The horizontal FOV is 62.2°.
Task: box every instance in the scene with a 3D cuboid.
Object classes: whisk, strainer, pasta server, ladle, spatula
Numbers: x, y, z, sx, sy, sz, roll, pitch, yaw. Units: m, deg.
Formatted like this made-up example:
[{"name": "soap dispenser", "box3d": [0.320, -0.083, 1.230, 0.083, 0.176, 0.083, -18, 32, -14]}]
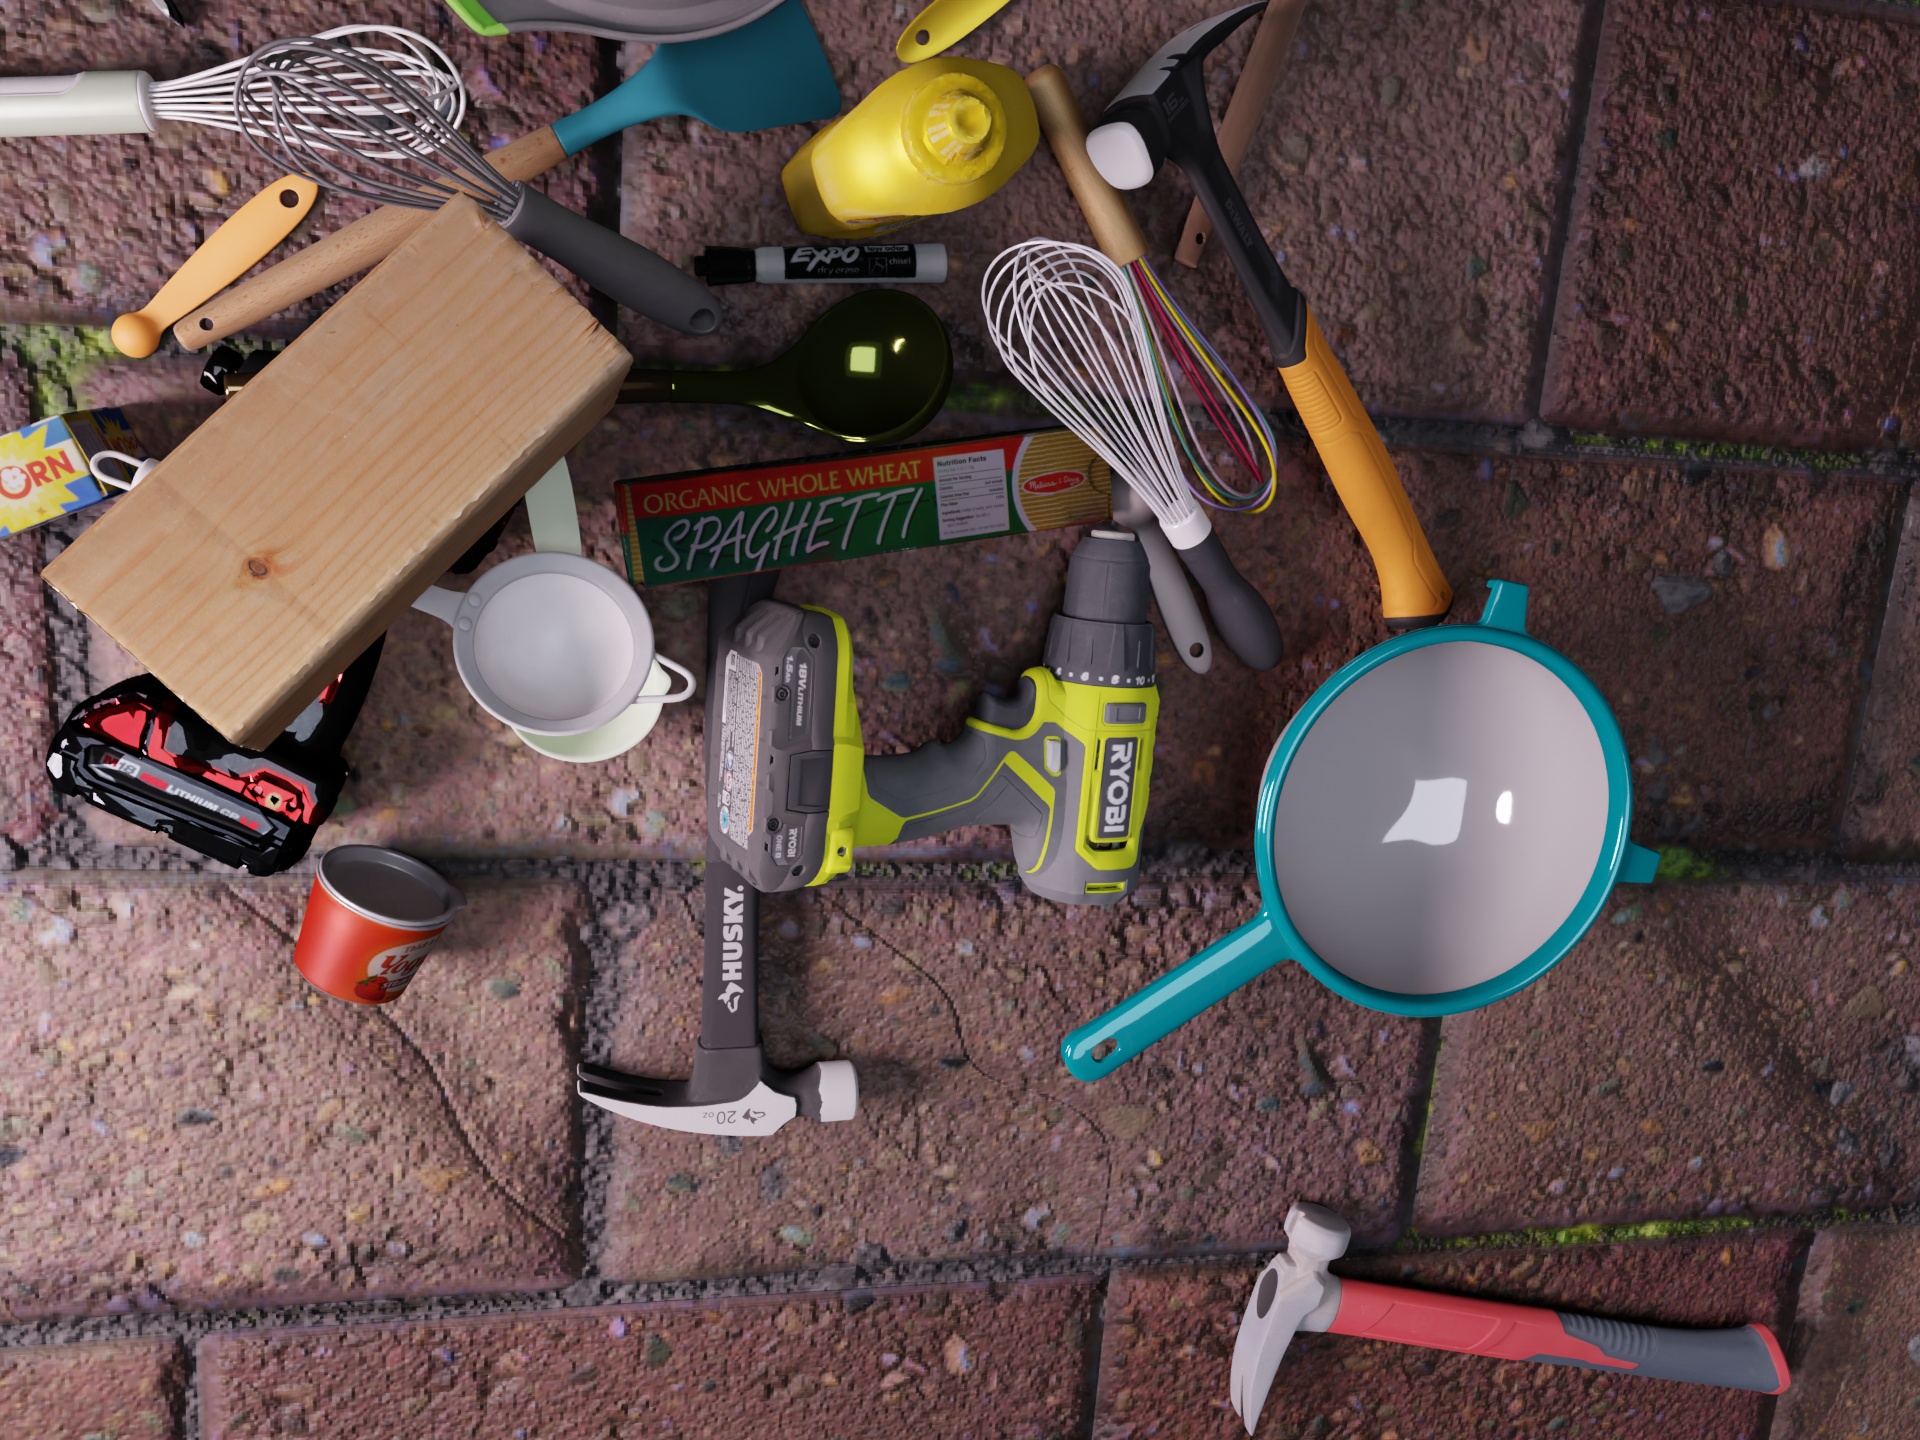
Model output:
[{"name": "whisk", "box3d": [0.097, -0.121, 0.789, 0.070, 0.070, 0.284, -40, 126, -2]}, {"name": "strainer", "box3d": [0.192, 0.081, 0.864, 0.340, 0.095, 0.211, -33, 106, -2]}, {"name": "strainer", "box3d": [-0.240, -0.058, 0.685, 0.258, 0.050, 0.087, 24, 65, -17]}, {"name": "whisk", "box3d": [-0.192, -0.216, 0.677, 0.238, 0.055, 0.055, 19, 100, -48]}, {"name": "pasta server", "box3d": [0.172, -0.375, 0.776, 0.060, 0.040, 0.316, 18, 100, -19]}, {"name": "ladle", "box3d": [-0.155, -0.156, 0.712, 0.320, 0.062, 0.078, -6, 72, -23]}, {"name": "spatula", "box3d": [-0.202, -0.244, 0.711, 0.317, 0.044, 0.082, -30, 110, -6]}, {"name": "whisk", "box3d": [0.099, -0.212, 0.796, 0.051, 0.047, 0.245, -31, 105, -3]}, {"name": "whisk", "box3d": [-0.338, -0.265, 0.678, 0.246, 0.058, 0.059, -5, 136, -8]}]

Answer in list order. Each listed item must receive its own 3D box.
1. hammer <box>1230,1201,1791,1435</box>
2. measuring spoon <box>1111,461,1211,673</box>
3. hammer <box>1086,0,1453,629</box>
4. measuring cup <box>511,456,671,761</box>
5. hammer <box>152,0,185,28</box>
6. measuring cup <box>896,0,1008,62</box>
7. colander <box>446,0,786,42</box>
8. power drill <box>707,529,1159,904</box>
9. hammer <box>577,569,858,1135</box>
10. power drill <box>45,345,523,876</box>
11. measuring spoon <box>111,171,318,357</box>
[{"name": "hammer", "box3d": [0.358, 0.403, 1.010, 0.386, 0.038, 0.143, 14, 101, -16]}, {"name": "measuring spoon", "box3d": [0.111, -0.078, 0.843, 0.034, 0.018, 0.124, -26, 109, -6]}, {"name": "hammer", "box3d": [0.177, -0.182, 0.798, 0.127, 0.034, 0.336, -54, 124, -29]}, {"name": "measuring cup", "box3d": [-0.185, -0.061, 0.750, 0.083, 0.038, 0.167, -9, 118, -11]}, {"name": "hammer", "box3d": [-0.170, -0.383, 0.694, 0.409, 0.036, 0.149, -5, 106, -12]}, {"name": "measuring cup", "box3d": [0.031, -0.366, 0.753, 0.156, 0.029, 0.062, -34, 129, 10]}, {"name": "colander", "box3d": [-0.066, -0.437, 0.645, 0.397, 0.094, 0.204, -38, 99, -12]}, {"name": "power drill", "box3d": [-0.001, -0.003, 0.788, 0.228, 0.080, 0.190, 0, 101, -28]}, {"name": "hammer", "box3d": [-0.121, 0.054, 0.812, 0.146, 0.035, 0.334, 0, 103, -14]}, {"name": "power drill", "box3d": [-0.310, -0.055, 0.721, 0.143, 0.079, 0.219, 29, 92, -19]}, {"name": "measuring spoon", "box3d": [-0.332, -0.204, 0.710, 0.117, 0.011, 0.021, -42, 109, -1]}]
